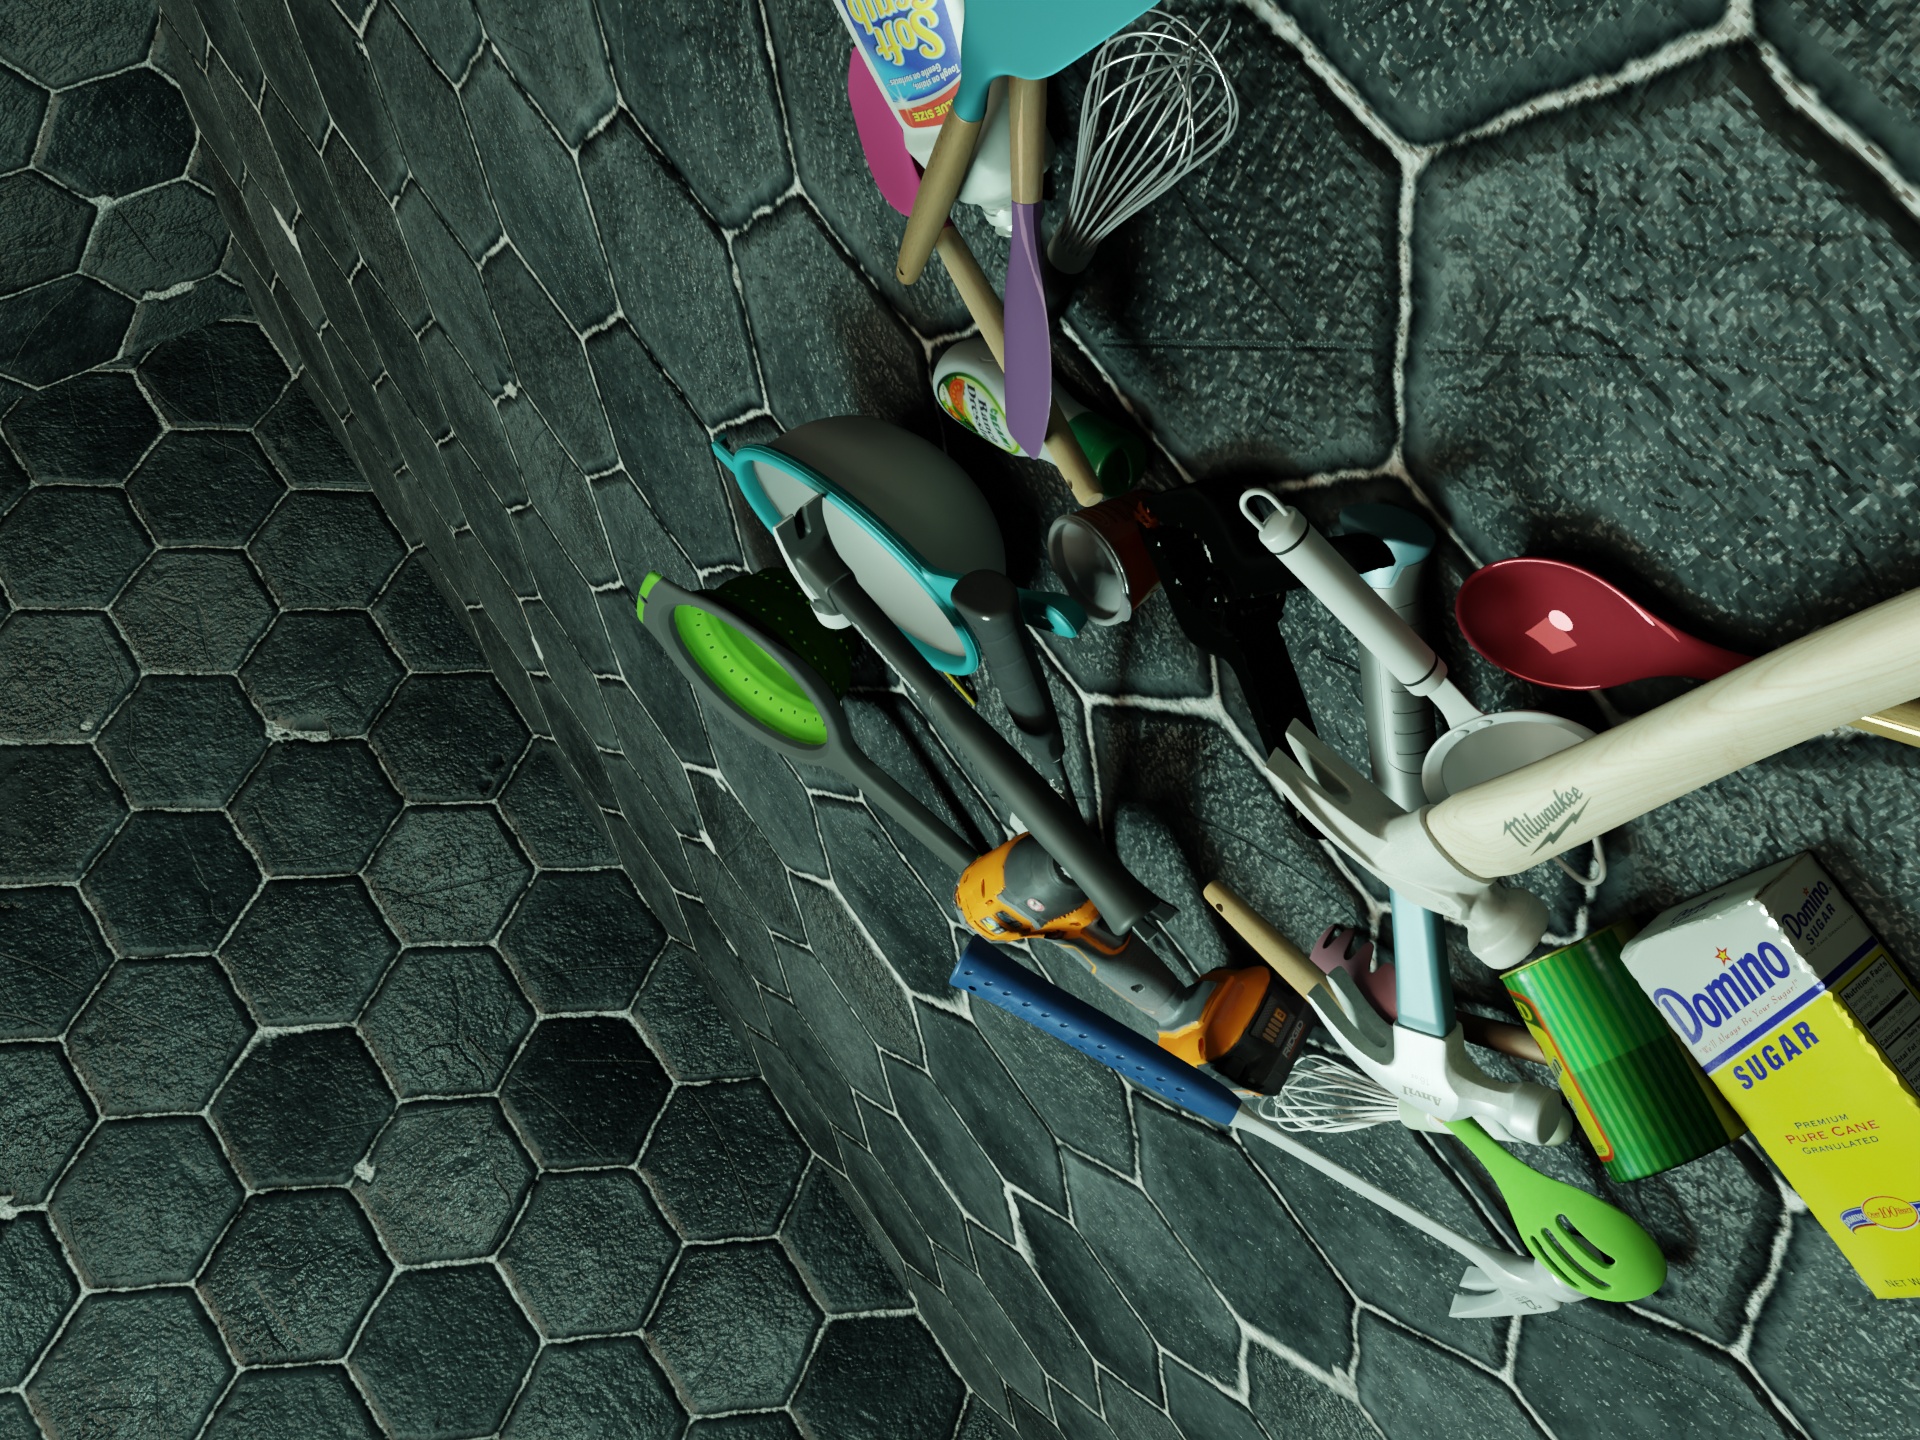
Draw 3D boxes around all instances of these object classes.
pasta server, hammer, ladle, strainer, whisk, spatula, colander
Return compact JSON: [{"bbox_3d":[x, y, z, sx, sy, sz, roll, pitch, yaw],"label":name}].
[{"bbox_3d":[0.295,0.163,0.837,0.316,0.040,0.060,5,123,58],"label":"pasta server"},{"bbox_3d":[0.176,0.249,0.976,0.405,0.035,0.144,29,152,9],"label":"hammer"},{"bbox_3d":[0.269,-0.007,0.557,0.146,0.038,0.410,39,150,-5],"label":"hammer"},{"bbox_3d":[-0.001,-0.003,0.939,0.335,0.035,0.146,48,171,25],"label":"hammer"},{"bbox_3d":[0.319,-0.008,0.576,0.316,0.031,0.069,26,149,49],"label":"ladle"},{"bbox_3d":[0.205,-0.018,0.684,0.258,0.050,0.087,40,135,-25],"label":"strainer"},{"bbox_3d":[0.223,0.054,0.783,0.128,0.033,0.330,11,121,44],"label":"hammer"},{"bbox_3d":[0.264,0.231,0.951,0.246,0.059,0.058,-16,102,61],"label":"whisk"},{"bbox_3d":[0.009,-0.272,0.729,0.082,0.044,0.317,54,166,-1],"label":"spatula"},{"bbox_3d":[-0.095,-0.010,1.361,0.397,0.094,0.204,41,156,-2],"label":"colander"},{"bbox_3d":[0.032,-0.268,0.742,0.060,0.018,0.315,-124,26,-49],"label":"spatula"},{"bbox_3d":[-0.008,-0.119,1.001,0.210,0.095,0.341,49,165,-33],"label":"strainer"},{"bbox_3d":[0.058,0.026,0.999,0.149,0.036,0.408,42,169,27],"label":"hammer"},{"bbox_3d":[0.065,-0.247,0.773,0.070,0.070,0.284,58,162,3],"label":"whisk"}]

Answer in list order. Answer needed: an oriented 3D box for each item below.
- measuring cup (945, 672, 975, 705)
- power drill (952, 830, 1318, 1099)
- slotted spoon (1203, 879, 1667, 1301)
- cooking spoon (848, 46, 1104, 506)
[{"bbox_3d":[-0.028,-0.078,1.204,0.156,0.029,0.062,51,180,-14],"label":"measuring cup"},{"bbox_3d":[0.113,0.150,1.018,0.226,0.084,0.164,36,157,-5],"label":"power drill"},{"bbox_3d":[0.250,0.200,0.880,0.314,0.031,0.070,44,139,22],"label":"slotted spoon"},{"bbox_3d":[0.003,-0.246,0.871,0.319,0.017,0.068,64,161,21],"label":"cooking spoon"}]
